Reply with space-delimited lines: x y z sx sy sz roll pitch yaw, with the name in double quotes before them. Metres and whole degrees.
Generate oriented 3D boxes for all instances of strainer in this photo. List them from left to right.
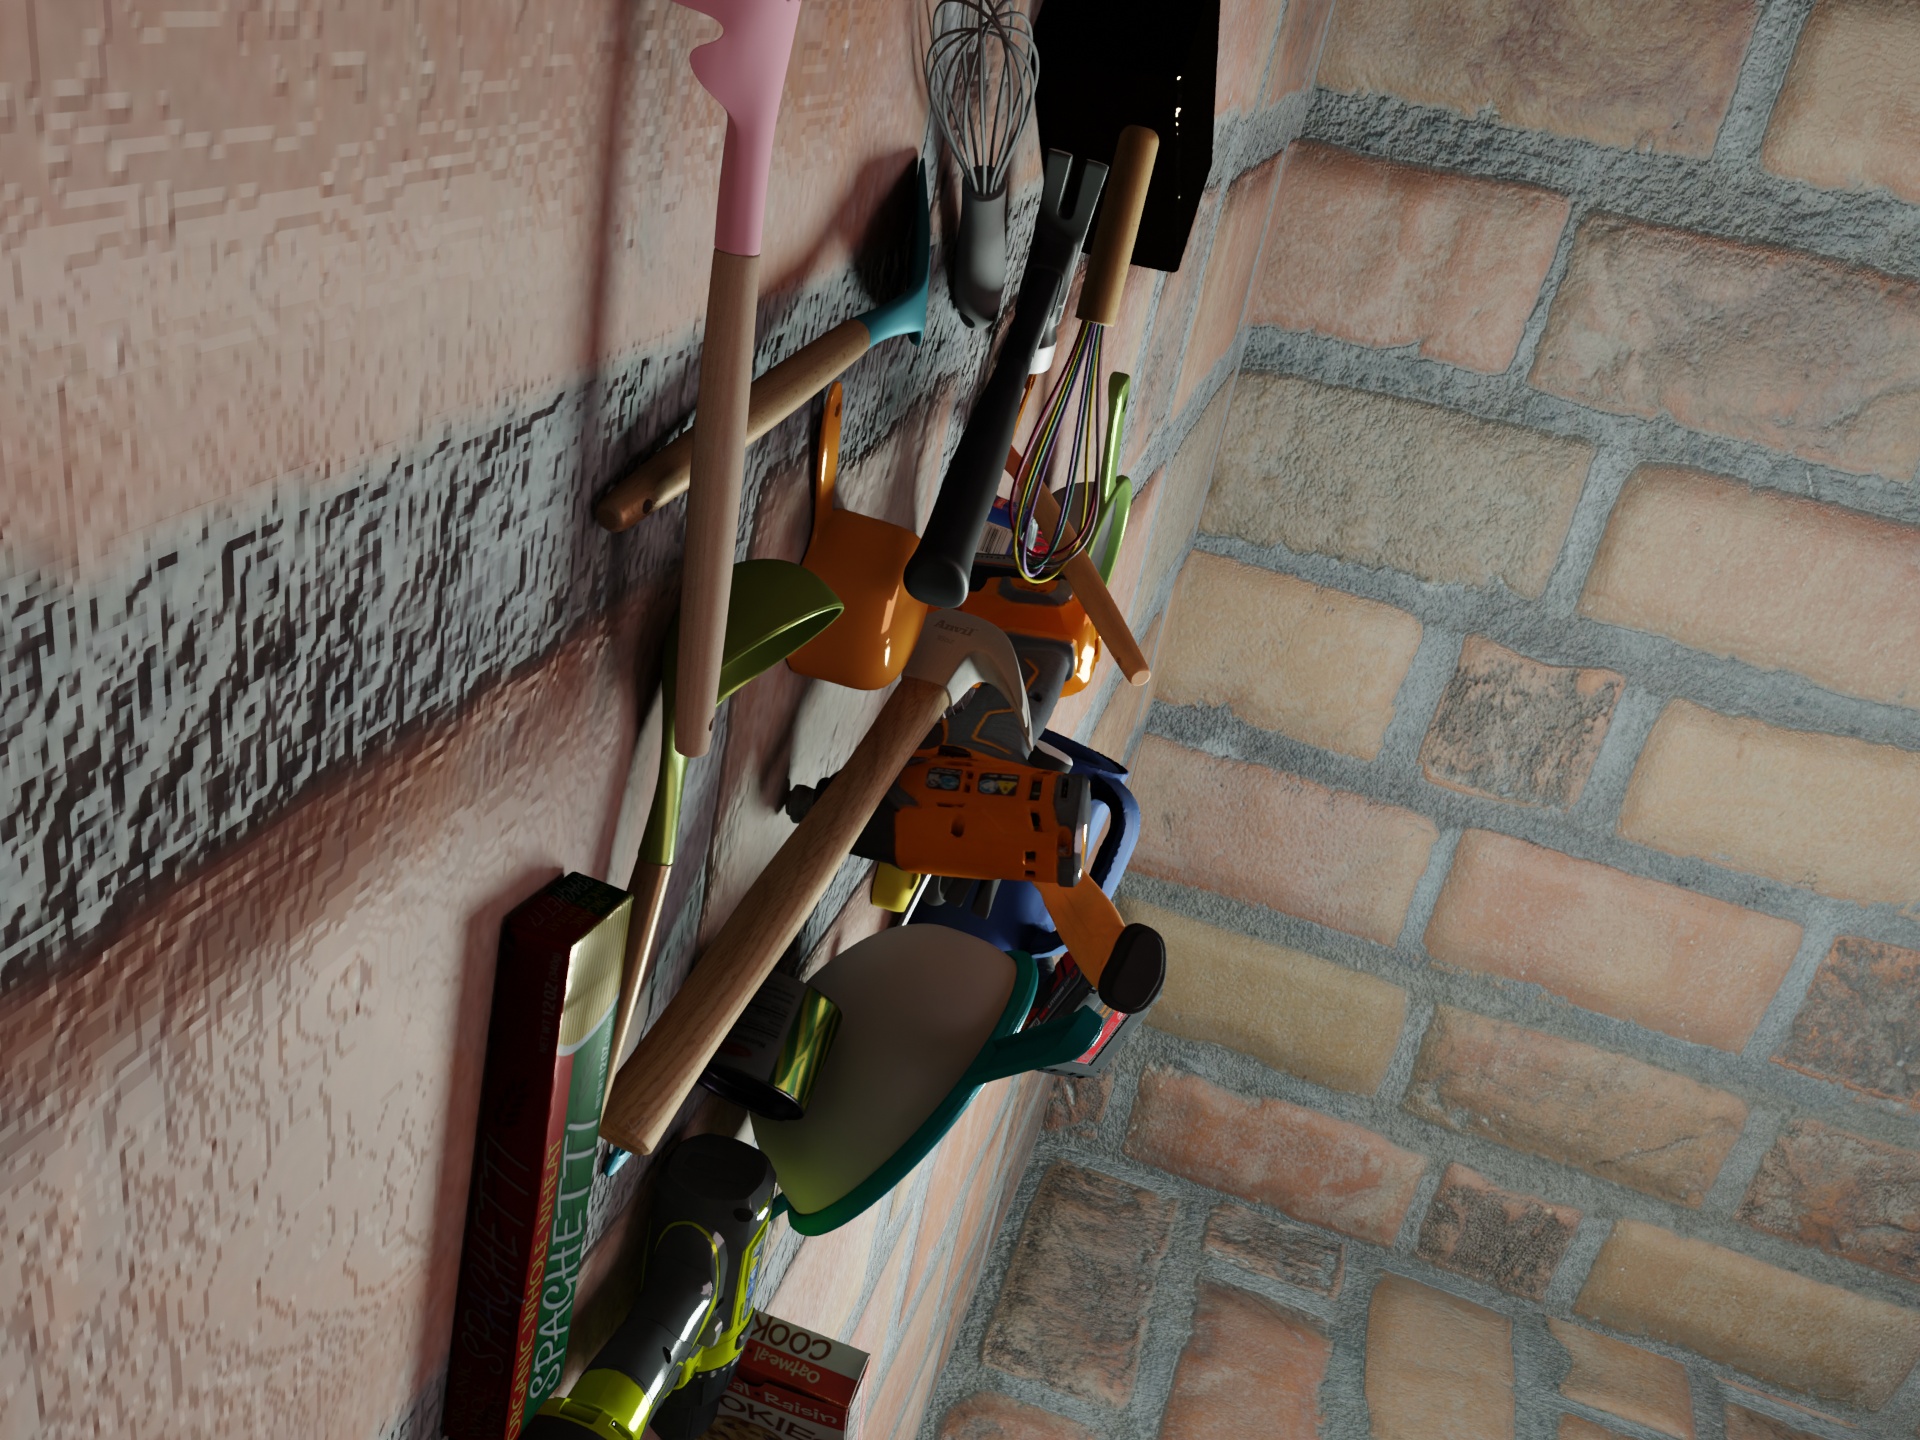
"strainer" -0.033 0.172 0.887 0.211 0.095 0.340 -50 -174 -29
"strainer" 0.089 -0.173 1.268 0.256 0.069 0.152 94 19 -46

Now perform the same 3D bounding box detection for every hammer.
"hammer" -0.071 0.066 0.781 0.331 0.130 0.031 -56 146 -31
"hammer" 0.024 -0.176 0.845 0.335 0.035 0.146 -72 179 -46
"hammer" 0.055 0.102 0.927 0.127 0.034 0.337 -61 -168 5

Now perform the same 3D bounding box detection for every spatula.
"spatula" -0.065 -0.152 0.661 0.318 0.044 0.082 -52 158 -50
"spatula" 0.059 -0.129 0.957 0.323 0.041 0.081 -113 -158 -45

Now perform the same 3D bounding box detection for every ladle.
"ladle" -0.121 0.086 0.653 0.078 0.062 0.320 -24 133 -75

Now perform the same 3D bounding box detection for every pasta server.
"pasta server" -0.083 -0.130 0.526 0.060 0.040 0.316 -53 156 -61

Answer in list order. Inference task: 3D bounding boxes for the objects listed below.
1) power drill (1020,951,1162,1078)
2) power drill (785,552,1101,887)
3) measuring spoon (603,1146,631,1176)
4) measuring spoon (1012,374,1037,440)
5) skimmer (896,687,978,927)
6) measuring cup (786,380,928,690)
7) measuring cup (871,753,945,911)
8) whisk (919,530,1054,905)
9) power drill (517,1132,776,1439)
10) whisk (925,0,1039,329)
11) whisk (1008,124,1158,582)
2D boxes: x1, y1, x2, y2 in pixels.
"power drill" 0.079 0.166 1.343 0.188 0.080 0.227 -56 -141 19
"power drill" -0.001 -0.003 0.910 0.227 0.164 0.084 -78 170 -48
"measuring spoon" -0.143 0.163 0.780 0.129 0.021 0.042 -57 164 -27
"measuring spoon" 0.030 -0.195 1.106 0.021 0.011 0.117 51 60 -82
"skimmer" -0.050 0.094 1.092 0.363 0.090 0.127 -64 165 10
"measuring cup" -0.044 -0.087 0.775 0.173 0.052 0.095 98 14 -47
"measuring cup" -0.023 0.073 1.182 0.062 0.029 0.157 90 23 -57
"whisk" 0.023 -0.005 1.171 0.073 0.073 0.296 70 36 -72
"power drill" -0.162 0.345 0.791 0.228 0.080 0.190 -56 160 -65
"whisk" 0.009 -0.270 0.800 0.238 0.055 0.055 92 18 -69
"whisk" 0.069 -0.193 0.860 0.051 0.047 0.245 -126 -132 -68
